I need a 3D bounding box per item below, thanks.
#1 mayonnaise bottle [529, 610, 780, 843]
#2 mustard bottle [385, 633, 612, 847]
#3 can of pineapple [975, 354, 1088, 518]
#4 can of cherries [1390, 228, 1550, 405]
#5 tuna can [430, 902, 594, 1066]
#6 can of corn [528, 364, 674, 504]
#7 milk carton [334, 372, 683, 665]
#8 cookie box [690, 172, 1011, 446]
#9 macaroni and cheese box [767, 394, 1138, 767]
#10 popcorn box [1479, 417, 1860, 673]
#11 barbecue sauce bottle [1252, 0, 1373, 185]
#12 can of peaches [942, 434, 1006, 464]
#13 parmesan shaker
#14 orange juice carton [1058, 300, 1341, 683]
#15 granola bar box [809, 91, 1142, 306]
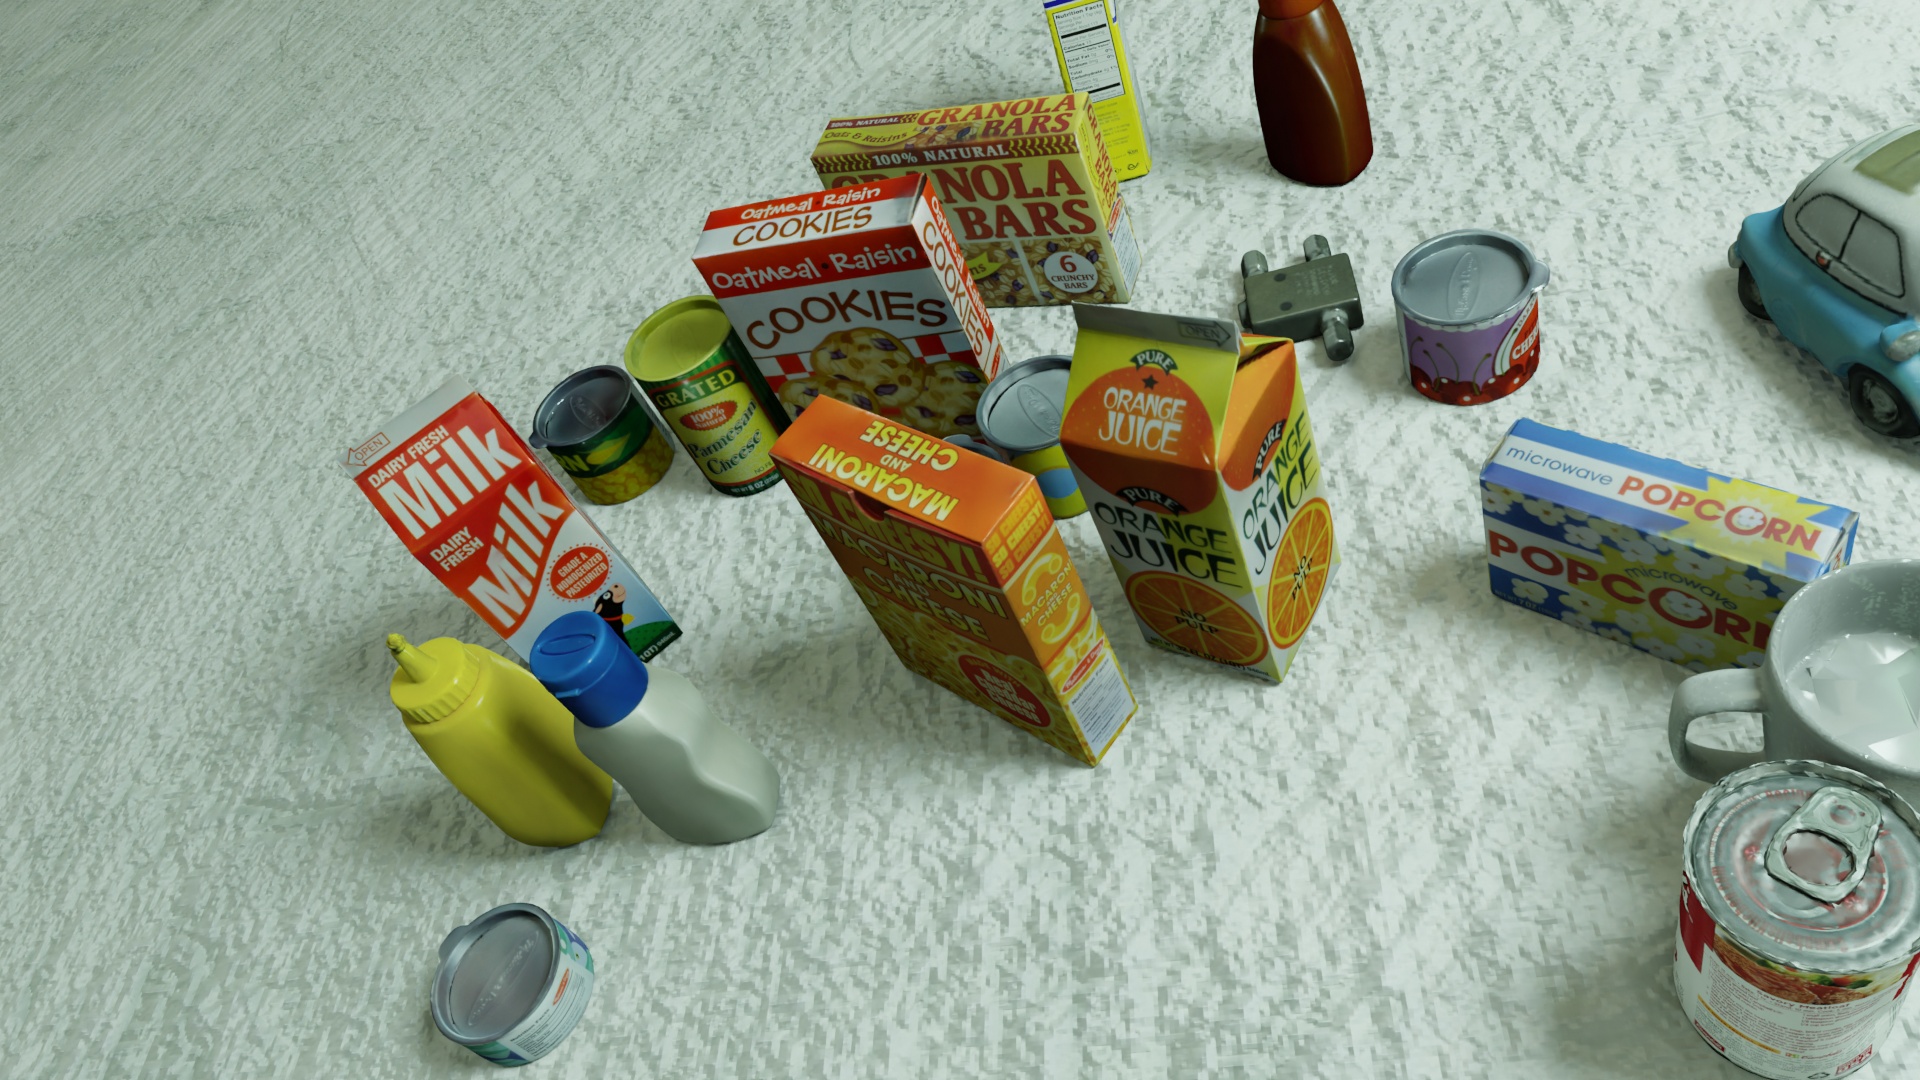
[{"bbox_3d":[-0.138,0.087,0.626,0.065,0.147,0.041,-9,49,17],"label":"mayonnaise bottle"},{"bbox_3d":[-0.222,0.087,0.655,0.049,0.159,0.065,-17,47,11],"label":"mustard bottle"},{"bbox_3d":[0.050,-0.054,0.723,0.071,0.057,0.071,-13,48,15],"label":"can of pineapple"},{"bbox_3d":[0.250,-0.108,0.678,0.071,0.058,0.072,-13,48,15],"label":"can of cherries"},{"bbox_3d":[-0.207,0.203,0.638,0.071,0.032,0.071,-12,48,14],"label":"tuna can"},{"bbox_3d":[-0.219,-0.062,0.851,0.071,0.058,0.071,-13,48,15],"label":"can of corn"},{"bbox_3d":[-0.229,-0.001,0.712,0.072,0.189,0.073,-39,47,-10],"label":"milk carton"},{"bbox_3d":[-0.049,-0.110,0.740,0.123,0.166,0.040,-5,51,21],"label":"cookie box"},{"bbox_3d":[0.000,0.020,0.607,0.124,0.165,0.040,23,65,37],"label":"macaroni and cheese box"},{"bbox_3d":[0.275,0.007,0.551,0.127,0.085,0.038,24,65,37],"label":"popcorn box"},{"bbox_3d":[0.192,-0.271,0.781,0.065,0.148,0.044,29,68,39],"label":"barbecue sauce bottle"},{"bbox_3d":[0.003,-0.009,0.706,0.071,0.057,0.071,-13,48,15],"label":"can of peaches"},{"bbox_3d":[-0.136,-0.082,0.800,0.071,0.102,0.072,-13,48,15],"label":"parmesan shaker"},{"bbox_3d":[0.102,-0.027,0.584,0.072,0.192,0.073,15,60,34],"label":"orange juice carton"},{"bbox_3d":[0.012,-0.194,0.813,0.165,0.123,0.039,3,54,26],"label":"granola bar box"}]
